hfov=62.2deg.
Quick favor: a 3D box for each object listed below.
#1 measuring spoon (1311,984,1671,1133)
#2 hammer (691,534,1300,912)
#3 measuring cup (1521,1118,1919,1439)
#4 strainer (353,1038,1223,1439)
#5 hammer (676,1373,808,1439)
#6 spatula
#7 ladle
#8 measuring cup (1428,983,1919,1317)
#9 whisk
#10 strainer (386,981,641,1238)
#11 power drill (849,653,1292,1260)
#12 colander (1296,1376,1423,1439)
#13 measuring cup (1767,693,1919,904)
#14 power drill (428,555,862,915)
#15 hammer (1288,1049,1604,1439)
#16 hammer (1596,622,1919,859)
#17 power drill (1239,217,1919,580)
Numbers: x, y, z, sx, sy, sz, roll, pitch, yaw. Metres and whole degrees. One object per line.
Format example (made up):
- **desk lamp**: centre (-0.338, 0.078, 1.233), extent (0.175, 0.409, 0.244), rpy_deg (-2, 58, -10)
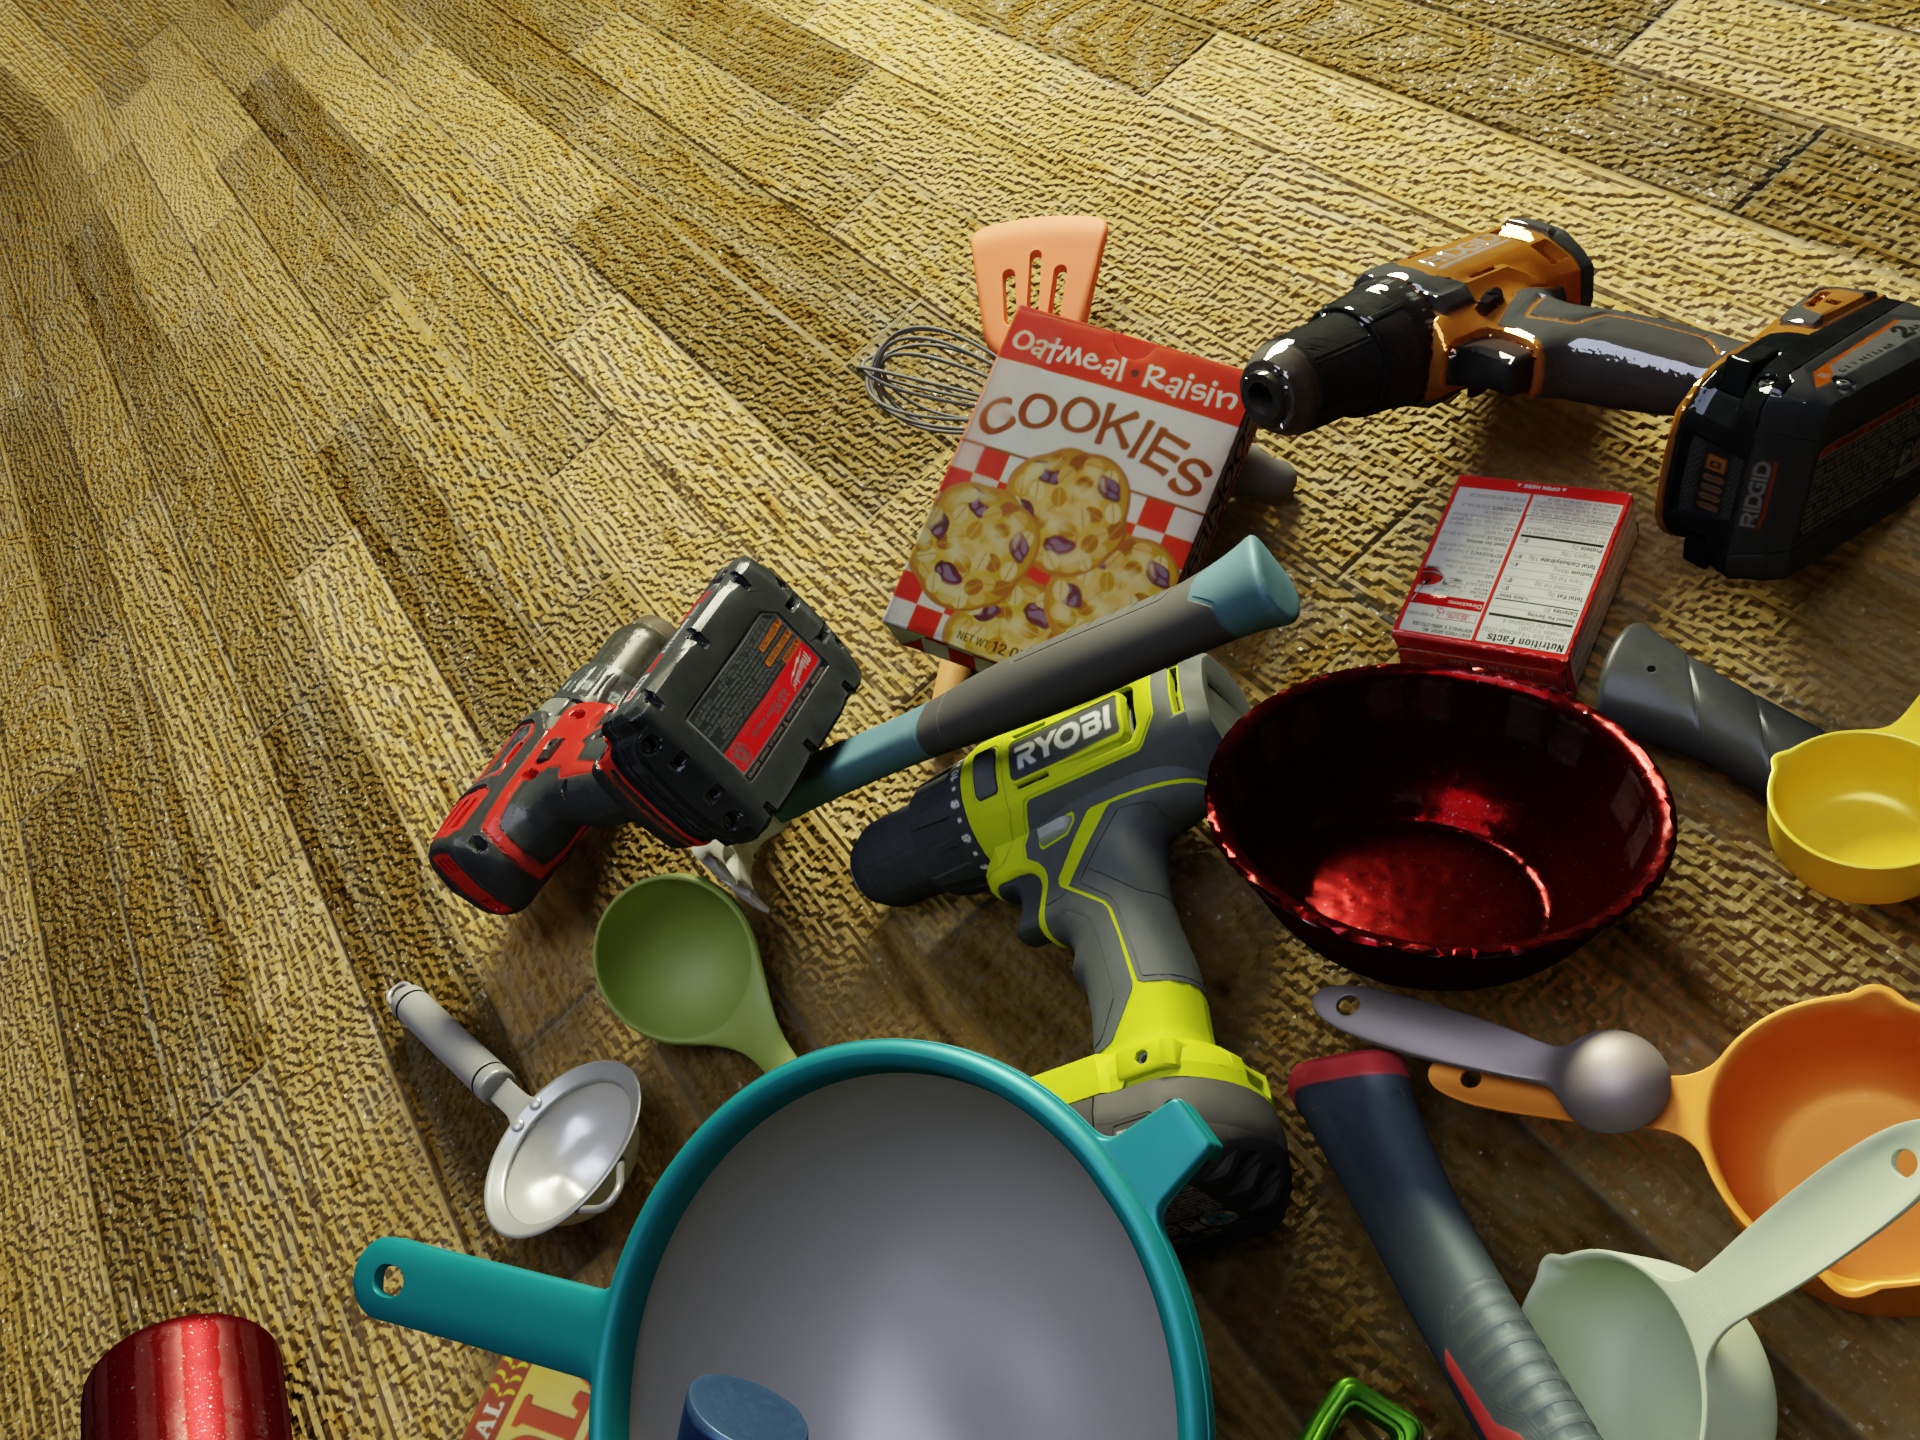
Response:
- **measuring spoon**: centre (0.169, 0.104, 0.526), extent (0.124, 0.018, 0.034), rpy_deg (10, 58, 42)
- **hammer**: centre (-0.001, -0.002, 0.668), extent (0.331, 0.033, 0.128), rpy_deg (-23, 31, 40)
- **measuring cup**: centre (0.221, 0.165, 0.443), extent (0.167, 0.038, 0.083), rpy_deg (-60, 26, 34)
- **strainer**: centre (-0.059, 0.210, 0.522), extent (0.340, 0.095, 0.211), rpy_deg (-2, 73, 34)
- **hammer**: centre (-0.122, 0.374, 0.421), extent (0.144, 0.035, 0.405), rpy_deg (-173, 102, -80)
- **spatula**: centre (0.018, -0.133, 0.832), extent (0.081, 0.041, 0.323), rpy_deg (1, 60, 20)
- **ladle**: centre (-0.058, 0.170, 0.645), extent (0.320, 0.062, 0.078), rpy_deg (41, 102, 42)
- **measuring cup**: centre (0.240, 0.132, 0.504), extent (0.174, 0.052, 0.095), rpy_deg (1, 58, 36)
- **whisk**: centre (0.054, -0.149, 0.793), extent (0.239, 0.055, 0.055), rpy_deg (20, 69, 21)
- **strainer**: centre (-0.214, 0.175, 0.749), extent (0.259, 0.050, 0.087), rpy_deg (22, 65, 45)
- **power drill**: centre (0.035, 0.096, 0.631), extent (0.190, 0.080, 0.229), rpy_deg (-26, 45, 26)
- **colander**: centre (0.034, 0.348, 0.401), extent (0.204, 0.094, 0.397), rpy_deg (29, 63, 13)
- **measuring cup**: centre (0.325, 0.003, 0.526), extent (0.156, 0.029, 0.062), rpy_deg (-40, 45, -19)
- **power drill**: centre (-0.150, -0.002, 0.773), extent (0.227, 0.080, 0.188), rpy_deg (-20, 32, 46)
- **hammer**: centre (0.168, 0.239, 0.423), extent (0.387, 0.038, 0.143), rpy_deg (-113, 39, -58)
- **hammer**: centre (0.366, 0.074, 0.481), extent (0.149, 0.036, 0.409), rpy_deg (-43, 47, -5)
- **power drill**: centre (0.242, -0.134, 0.635), extent (0.185, 0.084, 0.226), rpy_deg (-26, 40, -27)
